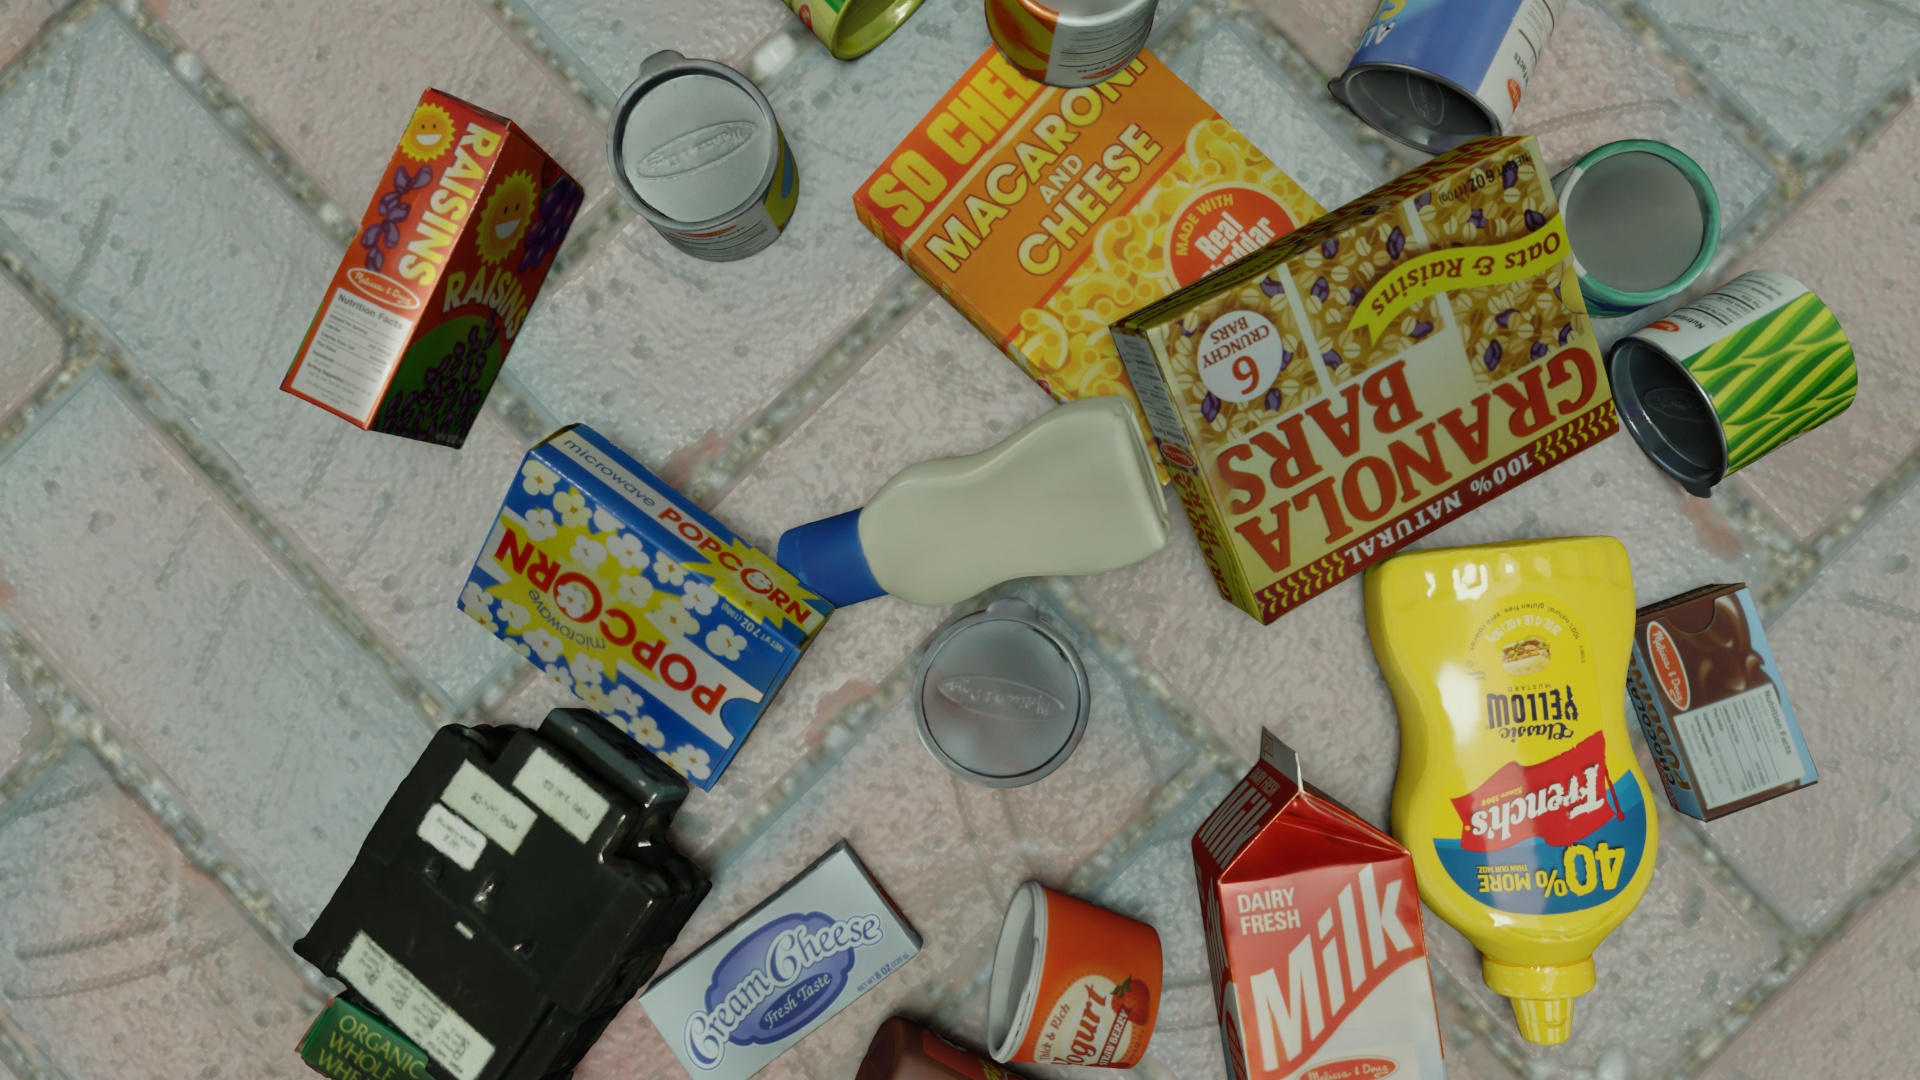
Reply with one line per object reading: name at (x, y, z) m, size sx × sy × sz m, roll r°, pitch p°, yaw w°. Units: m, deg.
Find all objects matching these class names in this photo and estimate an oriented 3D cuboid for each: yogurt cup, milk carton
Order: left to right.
yogurt cup at (0.044, 0.171, 0.536) m, size 0.054 × 0.072 × 0.072 m, roll 14°, pitch 89°, yaw -6°
milk carton at (0.135, 0.169, 0.530) m, size 0.073 × 0.072 × 0.190 m, roll -9°, pitch 89°, yaw 1°

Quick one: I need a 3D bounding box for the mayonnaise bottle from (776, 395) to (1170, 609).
mayonnaise bottle at (0.002, -0.007, 0.534) m, size 0.148 × 0.041 × 0.064 m, roll -16°, pitch 105°, yaw 18°

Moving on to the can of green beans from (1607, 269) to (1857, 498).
can of green beans at (0.296, -0.063, 0.536) m, size 0.058 × 0.071 × 0.071 m, roll -28°, pitch 88°, yaw 0°

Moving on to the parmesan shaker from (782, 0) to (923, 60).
parmesan shaker at (-0.062, -0.252, 0.546) m, size 0.071 × 0.071 × 0.103 m, roll -43°, pitch 88°, yaw 0°

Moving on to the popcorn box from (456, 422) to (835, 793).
popcorn box at (-0.124, 0.026, 0.539) m, size 0.127 × 0.038 × 0.085 m, roll 36°, pitch 118°, yaw 2°

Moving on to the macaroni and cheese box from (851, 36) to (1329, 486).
macaroni and cheese box at (0.059, -0.121, 0.556) m, size 0.166 × 0.040 × 0.124 m, roll 43°, pitch 89°, yaw 2°

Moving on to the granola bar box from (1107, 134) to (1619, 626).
granola bar box at (0.156, -0.061, 0.523) m, size 0.166 × 0.039 × 0.124 m, roll -28°, pitch 109°, yaw -7°

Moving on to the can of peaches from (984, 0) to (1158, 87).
can of peaches at (0.041, -0.210, 0.509) m, size 0.071 × 0.058 × 0.071 m, roll 0°, pitch 88°, yaw 0°

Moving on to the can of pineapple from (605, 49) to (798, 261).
can of pineapple at (-0.100, -0.150, 0.551) m, size 0.071 × 0.058 × 0.071 m, roll 0°, pitch 88°, yaw 1°

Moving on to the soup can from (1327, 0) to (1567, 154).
soup can at (0.194, -0.205, 0.543) m, size 0.071 × 0.071 × 0.084 m, roll 26°, pitch 89°, yaw 2°

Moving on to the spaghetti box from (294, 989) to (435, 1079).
spaghetti box at (-0.141, 0.249, 0.543) m, size 0.250 × 0.050 × 0.028 m, roll 32°, pitch 88°, yaw 2°

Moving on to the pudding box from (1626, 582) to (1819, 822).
pudding box at (0.297, 0.063, 0.550) m, size 0.050 × 0.030 × 0.083 m, roll -20°, pitch 88°, yaw 2°

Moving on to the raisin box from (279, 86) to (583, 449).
raisin box at (-0.199, -0.101, 0.537) m, size 0.040 × 0.086 × 0.123 m, roll 25°, pitch 89°, yaw 3°

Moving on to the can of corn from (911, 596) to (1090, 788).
can of corn at (0.016, 0.057, 0.542) m, size 0.071 × 0.058 × 0.071 m, roll 0°, pitch 89°, yaw 1°

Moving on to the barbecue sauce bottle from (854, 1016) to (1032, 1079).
barbecue sauce bottle at (0.032, 0.235, 0.536) m, size 0.148 × 0.064 × 0.044 m, roll 27°, pitch 77°, yaw -7°

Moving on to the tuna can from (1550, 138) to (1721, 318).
tuna can at (0.266, -0.124, 0.555) m, size 0.071 × 0.033 × 0.071 m, roll 0°, pitch 88°, yaw 2°

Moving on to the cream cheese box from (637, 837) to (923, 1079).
cream cheese box at (-0.072, 0.172, 0.557) m, size 0.104 × 0.024 × 0.053 m, roll -37°, pitch 87°, yaw 0°
